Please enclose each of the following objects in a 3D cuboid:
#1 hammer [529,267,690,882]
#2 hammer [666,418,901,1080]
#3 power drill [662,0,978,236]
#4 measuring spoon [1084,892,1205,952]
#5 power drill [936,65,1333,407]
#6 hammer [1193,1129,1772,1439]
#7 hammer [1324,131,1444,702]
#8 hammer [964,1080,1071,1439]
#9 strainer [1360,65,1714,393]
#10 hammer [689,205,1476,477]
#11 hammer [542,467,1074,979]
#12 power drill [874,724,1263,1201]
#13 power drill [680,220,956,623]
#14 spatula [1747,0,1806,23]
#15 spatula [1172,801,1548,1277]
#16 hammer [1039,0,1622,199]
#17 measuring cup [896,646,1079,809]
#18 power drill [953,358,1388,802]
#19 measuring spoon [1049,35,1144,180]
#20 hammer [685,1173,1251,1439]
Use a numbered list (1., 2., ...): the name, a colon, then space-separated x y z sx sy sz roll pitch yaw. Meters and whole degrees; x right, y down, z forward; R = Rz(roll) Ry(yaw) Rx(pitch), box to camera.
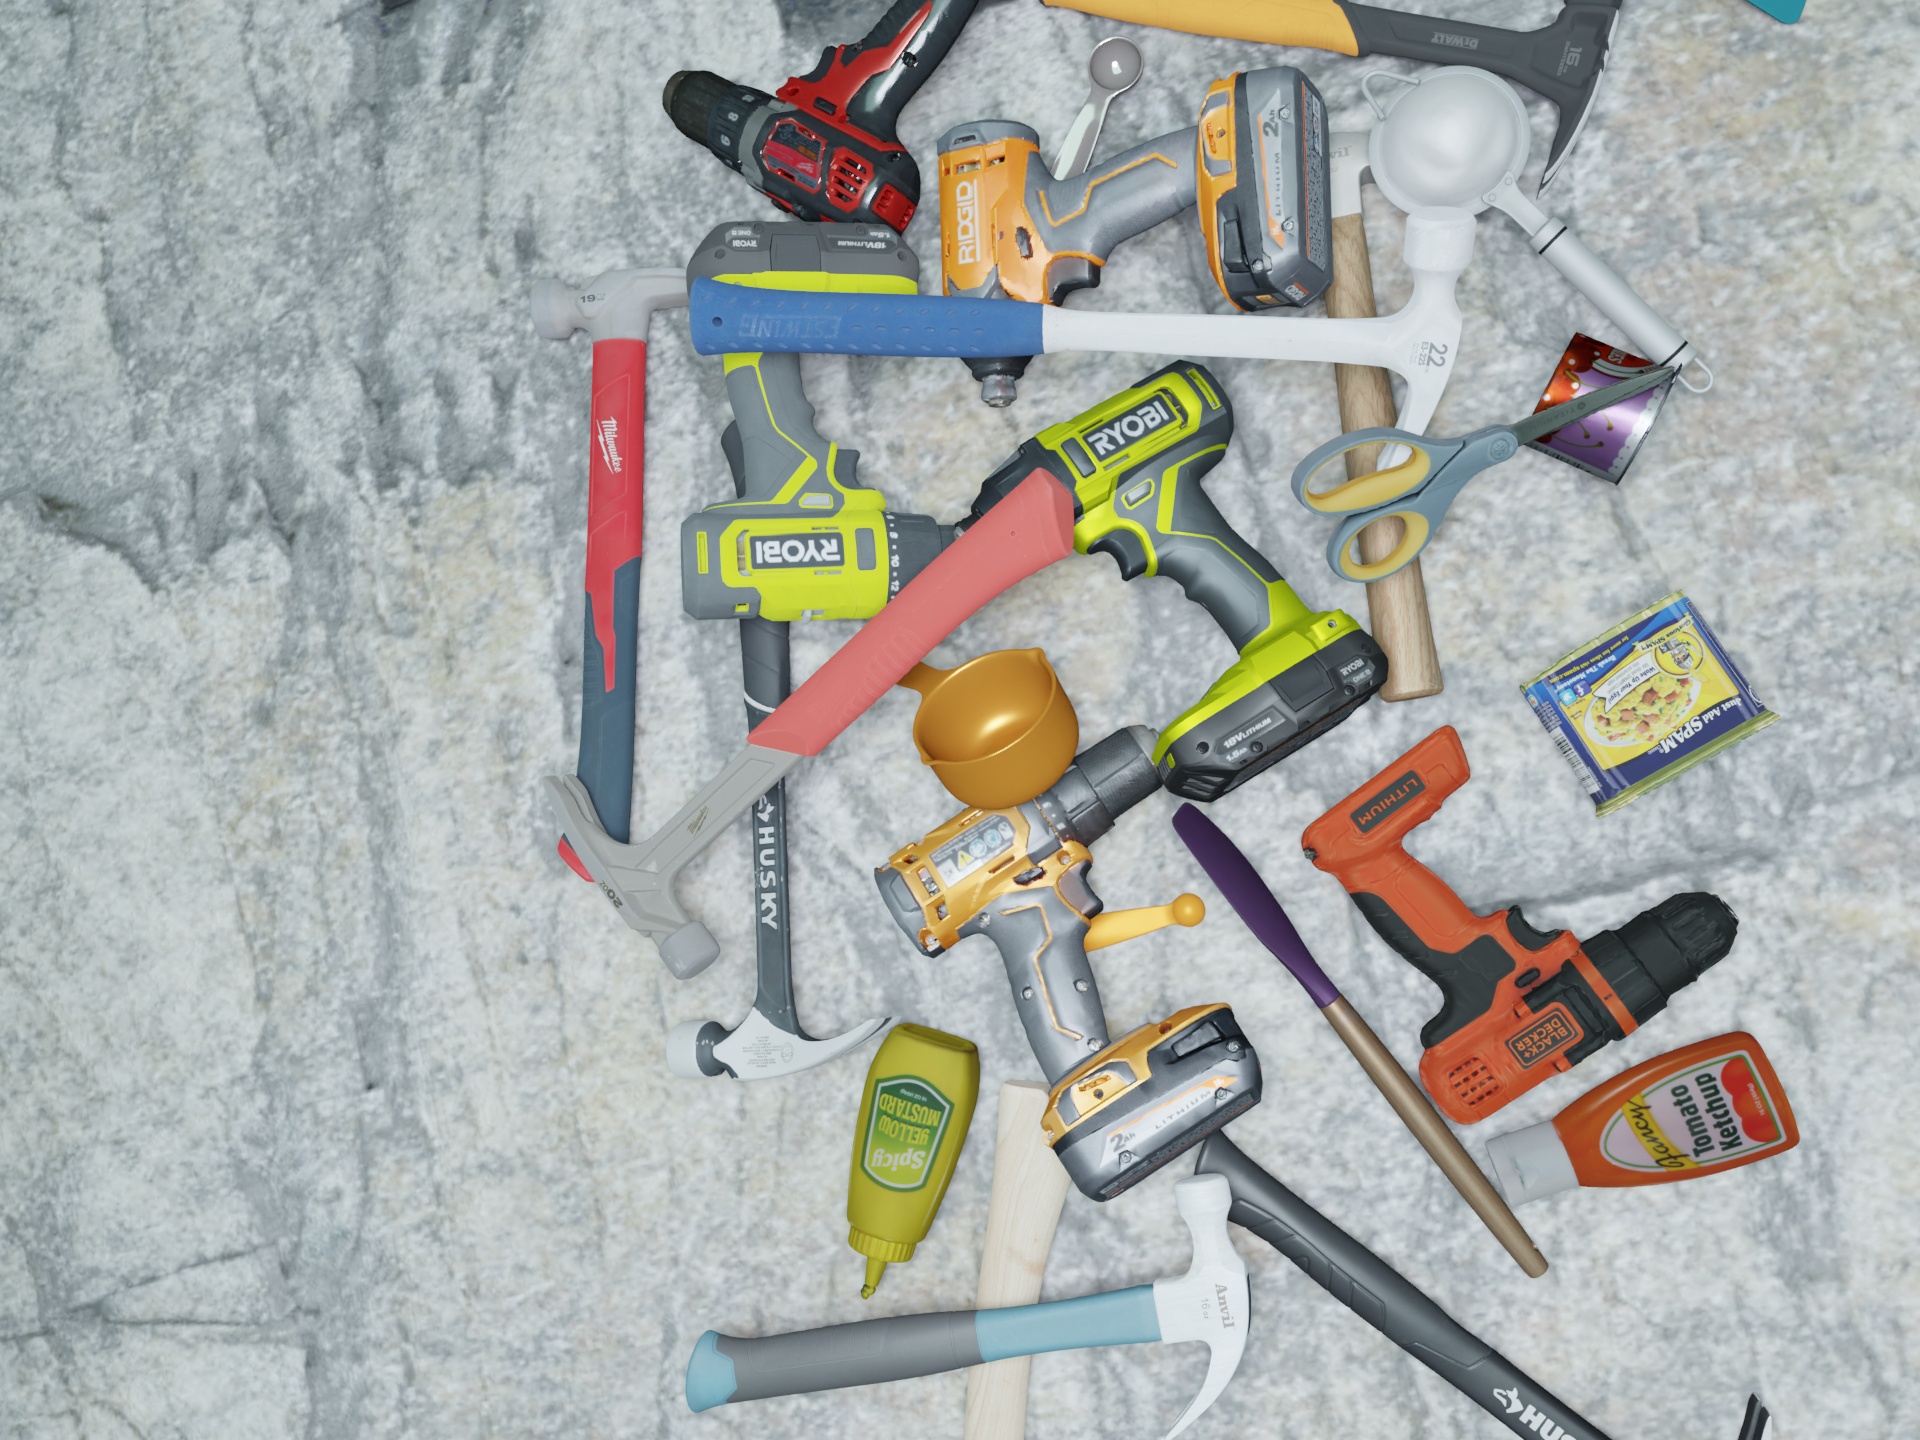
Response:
1. hammer: -0.204 -0.092 1.000 0.143 0.038 0.386 -1 85 11
2. hammer: -0.114 0.009 0.961 0.149 0.036 0.409 -7 81 27
3. power drill: -0.071 -0.423 0.974 0.188 0.080 0.226 34 101 21
4. measuring spoon: 0.085 0.122 0.927 0.117 0.011 0.021 -15 82 11
5. power drill: 0.092 -0.271 0.908 0.226 0.084 0.164 -2 90 28
6. hammer: 0.266 0.334 0.856 0.335 0.035 0.146 36 94 14
7. hammer: 0.235 -0.176 0.909 0.130 0.031 0.331 -9 84 13
8. hammer: 0.010 0.413 0.908 0.146 0.038 0.411 5 86 15
9. strainer: 0.316 -0.272 0.868 0.258 0.050 0.087 45 100 4
10. hammer: 0.055 -0.202 0.848 0.405 0.035 0.144 4 122 9
11. hammer: -0.081 -0.016 0.893 0.359 0.036 0.149 -42 76 18
12. power drill: 0.080 0.124 0.884 0.185 0.084 0.226 -34 65 0
13. power drill: -0.072 -0.170 0.937 0.190 0.080 0.228 -3 80 -12
14. spatula: 0.326 -0.462 0.918 0.317 0.044 0.082 13 89 18
15. spatula: 0.217 0.172 0.866 0.018 0.060 0.316 -39 87 26
16. hammer: 0.203 -0.403 0.934 0.337 0.034 0.127 17 88 14
17. measuring cup: -0.001 -0.003 0.925 0.095 0.052 0.174 -45 36 -16
18. power drill: 0.116 -0.074 0.886 0.171 0.080 0.223 -30 76 -11
19. measuring spoon: 0.077 -0.356 0.972 0.034 0.018 0.124 27 98 14
20. hammer: -0.001 0.342 0.883 0.331 0.033 0.128 -14 80 14
